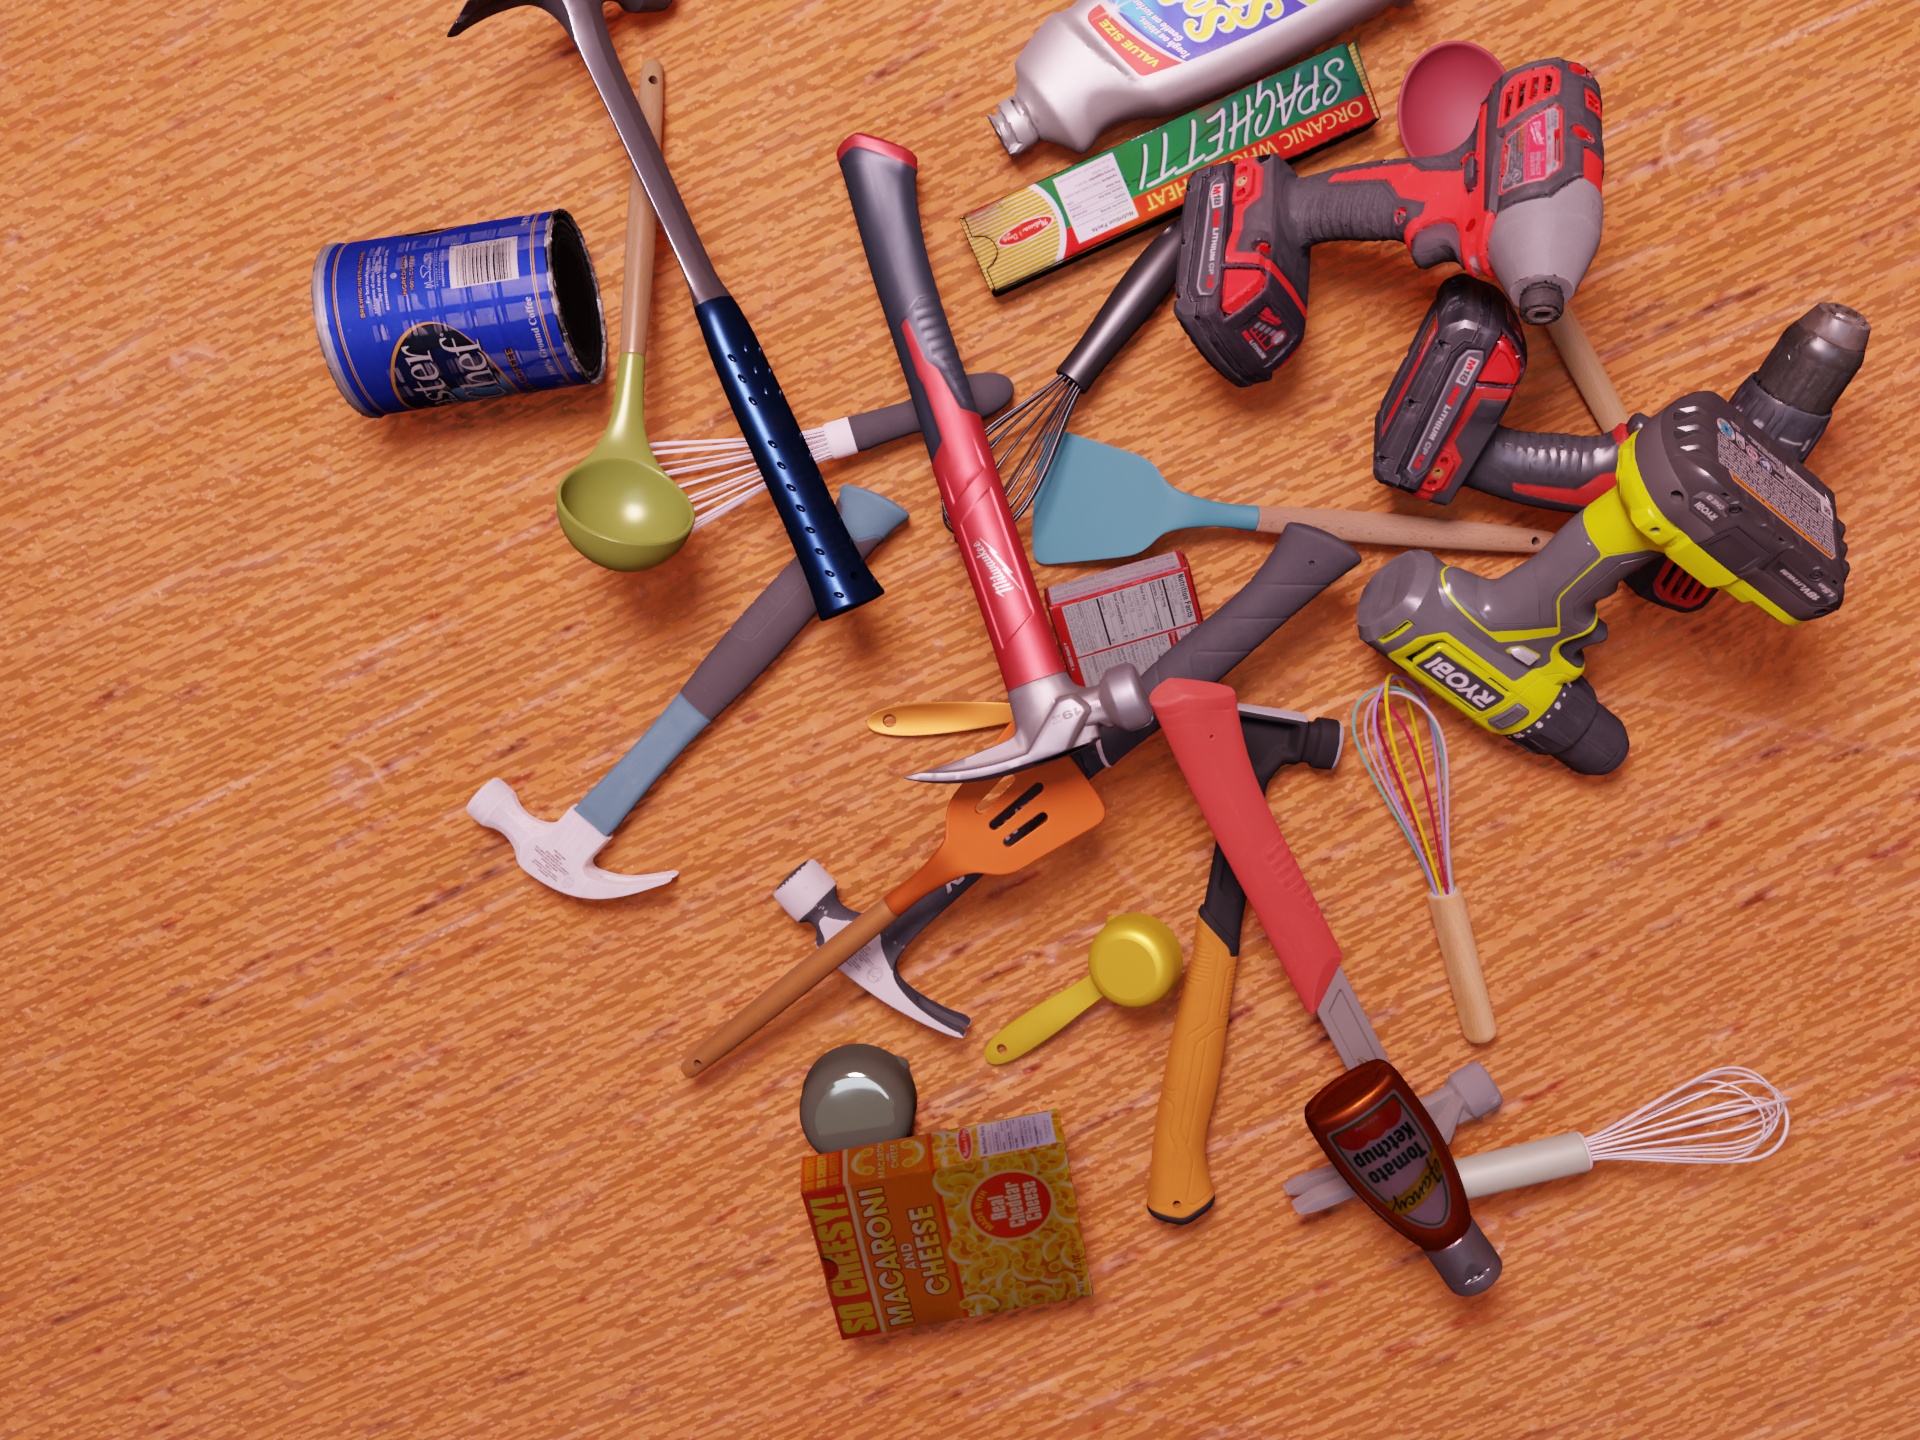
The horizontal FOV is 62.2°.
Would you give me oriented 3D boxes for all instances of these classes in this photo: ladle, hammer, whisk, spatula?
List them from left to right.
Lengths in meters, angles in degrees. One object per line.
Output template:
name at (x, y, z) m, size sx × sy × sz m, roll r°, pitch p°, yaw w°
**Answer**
ladle at (-0.186, -0.240, 0.922) m, size 0.078 × 0.062 × 0.320 m, roll 6°, pitch 79°, yaw -21°
hammer at (-0.151, -0.247, 0.908) m, size 0.144 × 0.035 × 0.405 m, roll -26°, pitch 92°, yaw -39°
hammer at (-0.158, -0.020, 0.997) m, size 0.128 × 0.033 × 0.331 m, roll 43°, pitch 97°, yaw -2°
whisk at (-0.104, -0.162, 0.969) m, size 0.284 × 0.070 × 0.070 m, roll -17°, pitch 96°, yaw 0°
spatula at (-0.056, 0.125, 0.975) m, size 0.322 × 0.041 × 0.081 m, roll -40°, pitch 92°, yaw 19°
hammer at (-0.017, -0.156, 0.921) m, size 0.143 × 0.038 × 0.386 m, roll -20°, pitch 80°, yaw 12°
whisk at (0.067, -0.204, 0.957) m, size 0.055 × 0.055 × 0.239 m, roll 38°, pitch 91°, yaw -2°
hammer at (0.075, 0.030, 0.961) m, size 0.409 × 0.036 × 0.149 m, roll -42°, pitch 91°, yaw 15°
hammer at (0.151, 0.155, 1.005) m, size 0.127 × 0.034 × 0.337 m, roll 8°, pitch 98°, yaw 1°
hammer at (0.196, 0.133, 0.957) m, size 0.149 × 0.037 × 0.358 m, roll -29°, pitch 109°, yaw 2°
spatula at (0.204, -0.123, 0.974) m, size 0.317 × 0.044 × 0.082 m, roll 5°, pitch 96°, yaw -3°
whisk at (0.293, 0.088, 0.986) m, size 0.051 × 0.047 × 0.245 m, roll -16°, pitch 100°, yaw 3°
ladle at (0.350, -0.254, 0.947) m, size 0.069 × 0.031 × 0.315 m, roll -29°, pitch 97°, yaw 11°
whisk at (0.397, 0.267, 0.994) m, size 0.246 × 0.059 × 0.058 m, roll -14°, pitch 69°, yaw 2°

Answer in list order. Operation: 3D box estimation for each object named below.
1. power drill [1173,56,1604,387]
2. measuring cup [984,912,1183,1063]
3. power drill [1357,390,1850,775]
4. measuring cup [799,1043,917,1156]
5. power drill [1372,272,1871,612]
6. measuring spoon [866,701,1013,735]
power drill at (0.232, -0.259, 0.858) m, size 0.220 × 0.078 × 0.143 m, roll -7°, pitch 66°, yaw 34°
measuring cup at (0.070, 0.177, 0.996) m, size 0.156 × 0.029 × 0.062 m, roll -38°, pitch 83°, yaw 21°
power drill at (0.366, -0.061, 0.891) m, size 0.190 × 0.080 × 0.228 m, roll 33°, pitch 140°, yaw -15°
measuring cup at (-0.038, 0.285, 1.028) m, size 0.083 × 0.038 × 0.167 m, roll -40°, pitch 94°, yaw 7°
power drill at (0.368, -0.175, 0.897) m, size 0.226 × 0.080 × 0.187 m, roll 21°, pitch 127°, yaw 1°
measuring spoon at (-0.002, -0.003, 1.006) m, size 0.117 × 0.011 × 0.021 m, roll -4°, pitch 97°, yaw 7°
